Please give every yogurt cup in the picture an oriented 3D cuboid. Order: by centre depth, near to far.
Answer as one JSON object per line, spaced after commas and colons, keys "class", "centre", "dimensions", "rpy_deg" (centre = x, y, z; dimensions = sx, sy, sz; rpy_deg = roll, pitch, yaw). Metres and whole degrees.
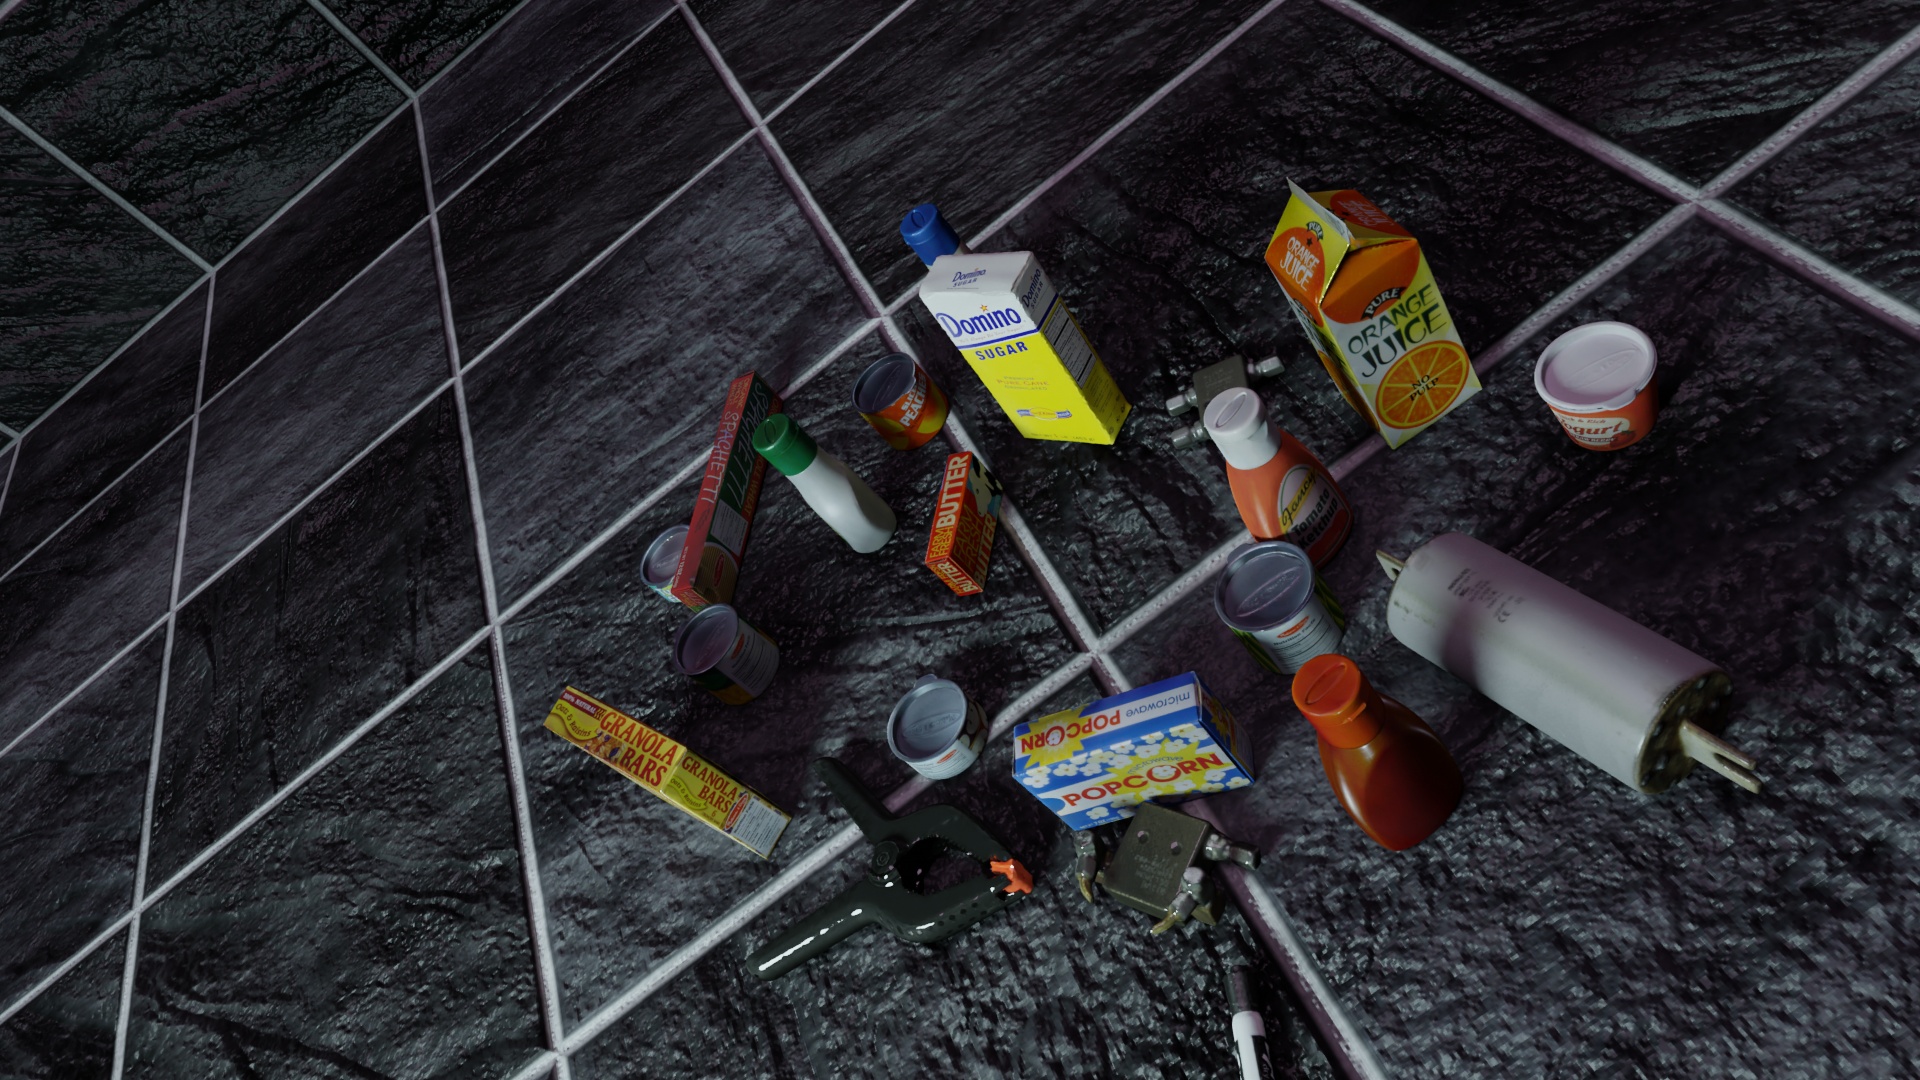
{"class": "yogurt cup", "centre": [0.391, -0.091, 0.847], "dimensions": [0.072, 0.053, 0.073], "rpy_deg": [-20, 47, 24]}

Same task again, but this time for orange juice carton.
{"class": "orange juice carton", "centre": [0.260, -0.152, 0.892], "dimensions": [0.073, 0.192, 0.072], "rpy_deg": [-36, 43, 9]}

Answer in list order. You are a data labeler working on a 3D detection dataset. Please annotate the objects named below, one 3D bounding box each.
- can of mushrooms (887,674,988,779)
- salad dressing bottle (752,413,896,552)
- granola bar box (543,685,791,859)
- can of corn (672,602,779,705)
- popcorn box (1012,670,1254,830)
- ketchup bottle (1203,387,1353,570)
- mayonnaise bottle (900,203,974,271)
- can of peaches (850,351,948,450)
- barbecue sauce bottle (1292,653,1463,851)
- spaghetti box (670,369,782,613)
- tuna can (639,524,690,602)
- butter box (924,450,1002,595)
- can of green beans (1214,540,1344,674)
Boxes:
{"class": "can of mushrooms", "centre": [-0.016, 0.133, 0.991], "dimensions": [0.071, 0.033, 0.071], "rpy_deg": [-20, 47, 24]}
{"class": "salad dressing bottle", "centre": [-0.109, -0.046, 1.122], "dimensions": [0.044, 0.147, 0.064], "rpy_deg": [-33, 43, 12]}
{"class": "granola bar box", "centre": [-0.222, 0.173, 1.048], "dimensions": [0.165, 0.124, 0.039], "rpy_deg": [15, 68, 44]}
{"class": "can of corn", "centre": [-0.193, 0.093, 1.139], "dimensions": [0.071, 0.058, 0.071], "rpy_deg": [-20, 47, 24]}
{"class": "popcorn box", "centre": [0.107, 0.132, 0.859], "dimensions": [0.126, 0.085, 0.038], "rpy_deg": [-21, 47, 23]}
{"class": "ketchup bottle", "centre": [0.199, -0.039, 0.880], "dimensions": [0.065, 0.148, 0.043], "rpy_deg": [-51, 42, -8]}
{"class": "mayonnaise bottle", "centre": [0.004, -0.222, 1.178], "dimensions": [0.041, 0.147, 0.065], "rpy_deg": [-36, 43, 9]}
{"class": "can of peaches", "centre": [-0.050, -0.120, 1.203], "dimensions": [0.071, 0.058, 0.071], "rpy_deg": [-20, 47, 24]}
{"class": "barbecue sauce bottle", "centre": [0.221, 0.111, 0.742], "dimensions": [0.065, 0.148, 0.044], "rpy_deg": [-46, 42, -2]}
{"class": "spaghetti box", "centre": [-0.210, -0.046, 1.271], "dimensions": [0.028, 0.050, 0.251], "rpy_deg": [-14, 50, 29]}
{"class": "tuna can", "centre": [-0.256, 0.023, 1.264], "dimensions": [0.071, 0.032, 0.071], "rpy_deg": [-20, 47, 24]}
{"class": "butter box", "centre": [0.004, -0.014, 1.080], "dimensions": [0.024, 0.053, 0.104], "rpy_deg": [-11, 51, 31]}
{"class": "can of green beans", "centre": [0.202, 0.043, 0.879], "dimensions": [0.071, 0.057, 0.071], "rpy_deg": [-20, 47, 24]}
